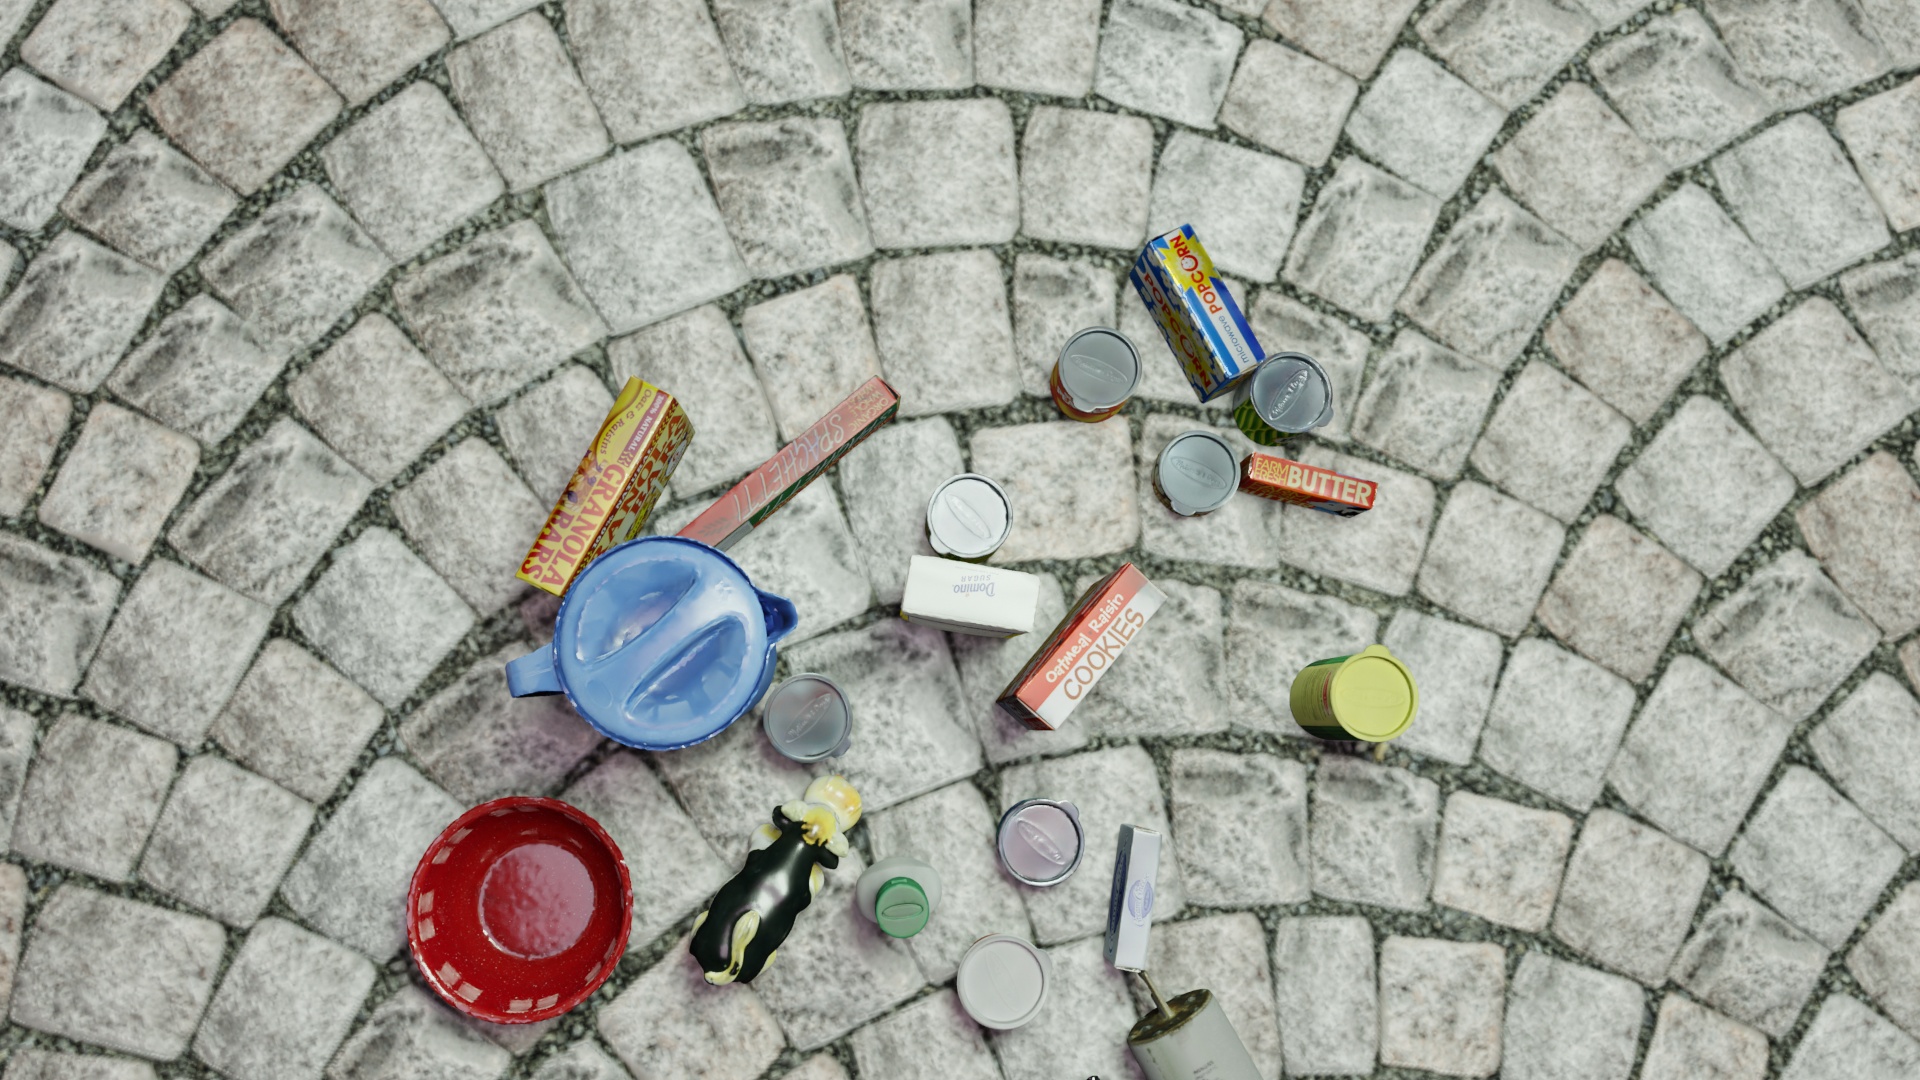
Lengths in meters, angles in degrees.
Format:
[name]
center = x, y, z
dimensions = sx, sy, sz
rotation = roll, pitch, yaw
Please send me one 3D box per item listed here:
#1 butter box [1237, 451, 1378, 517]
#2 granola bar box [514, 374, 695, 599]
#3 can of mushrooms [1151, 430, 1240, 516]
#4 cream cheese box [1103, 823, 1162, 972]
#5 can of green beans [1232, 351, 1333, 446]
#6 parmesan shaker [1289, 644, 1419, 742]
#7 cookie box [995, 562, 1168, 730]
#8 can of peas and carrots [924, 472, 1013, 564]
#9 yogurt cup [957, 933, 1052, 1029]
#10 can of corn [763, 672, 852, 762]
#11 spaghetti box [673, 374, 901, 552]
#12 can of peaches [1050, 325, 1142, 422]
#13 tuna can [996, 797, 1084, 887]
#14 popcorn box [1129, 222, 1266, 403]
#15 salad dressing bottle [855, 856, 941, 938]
[butter box]
center = 0.274, -0.044, 1.110
dimensions = 0.103, 0.053, 0.024
rotation = 14, 82, -2
[granola bar box]
center = -0.260, -0.031, 1.038
dimensions = 0.039, 0.124, 0.166
rotation = 28, 81, 0
[can of mushrooms]
center = 0.187, -0.051, 1.115
dimensions = 0.071, 0.033, 0.071
rotation = 1, 82, -4
[cream cheese box]
center = 0.131, 0.270, 1.056
dimensions = 0.024, 0.053, 0.104
rotation = 9, 82, -2
[can of green beans]
center = 0.258, -0.113, 1.116
dimensions = 0.071, 0.057, 0.071
rotation = 0, 82, -4
[parmesan shaker]
center = 0.300, 0.118, 1.063
dimensions = 0.071, 0.103, 0.071
rotation = 0, 82, -3
[cookie box]
center = 0.084, 0.081, 1.022
dimensions = 0.040, 0.167, 0.123
rotation = 40, 82, 2
[can of peas and carrots]
center = 0.004, -0.014, 1.086
dimensions = 0.071, 0.058, 0.071
rotation = 0, 82, -4
[yogurt cup]
center = 0.030, 0.326, 1.041
dimensions = 0.072, 0.054, 0.072
rotation = 0, 82, -4
[can of corn]
center = -0.113, 0.137, 1.057
dimensions = 0.071, 0.058, 0.071
rotation = 0, 82, -4
[spaghetti box]
center = -0.150, -0.040, 1.084
dimensions = 0.250, 0.050, 0.029
rotation = -40, 86, -8
[can of peaches]
center = 0.106, -0.129, 1.109
dimensions = 0.071, 0.058, 0.071
rotation = 0, 82, -4
[tuna can]
center = 0.062, 0.229, 1.068
dimensions = 0.071, 0.033, 0.071
rotation = 1, 82, -4
[popcorn box]
center = 0.188, -0.179, 1.108
dimensions = 0.038, 0.085, 0.127
rotation = -28, 85, -7
[salad dressing bottle]
center = -0.044, 0.256, 0.999
dimensions = 0.064, 0.147, 0.044
rotation = -6, 83, -4
